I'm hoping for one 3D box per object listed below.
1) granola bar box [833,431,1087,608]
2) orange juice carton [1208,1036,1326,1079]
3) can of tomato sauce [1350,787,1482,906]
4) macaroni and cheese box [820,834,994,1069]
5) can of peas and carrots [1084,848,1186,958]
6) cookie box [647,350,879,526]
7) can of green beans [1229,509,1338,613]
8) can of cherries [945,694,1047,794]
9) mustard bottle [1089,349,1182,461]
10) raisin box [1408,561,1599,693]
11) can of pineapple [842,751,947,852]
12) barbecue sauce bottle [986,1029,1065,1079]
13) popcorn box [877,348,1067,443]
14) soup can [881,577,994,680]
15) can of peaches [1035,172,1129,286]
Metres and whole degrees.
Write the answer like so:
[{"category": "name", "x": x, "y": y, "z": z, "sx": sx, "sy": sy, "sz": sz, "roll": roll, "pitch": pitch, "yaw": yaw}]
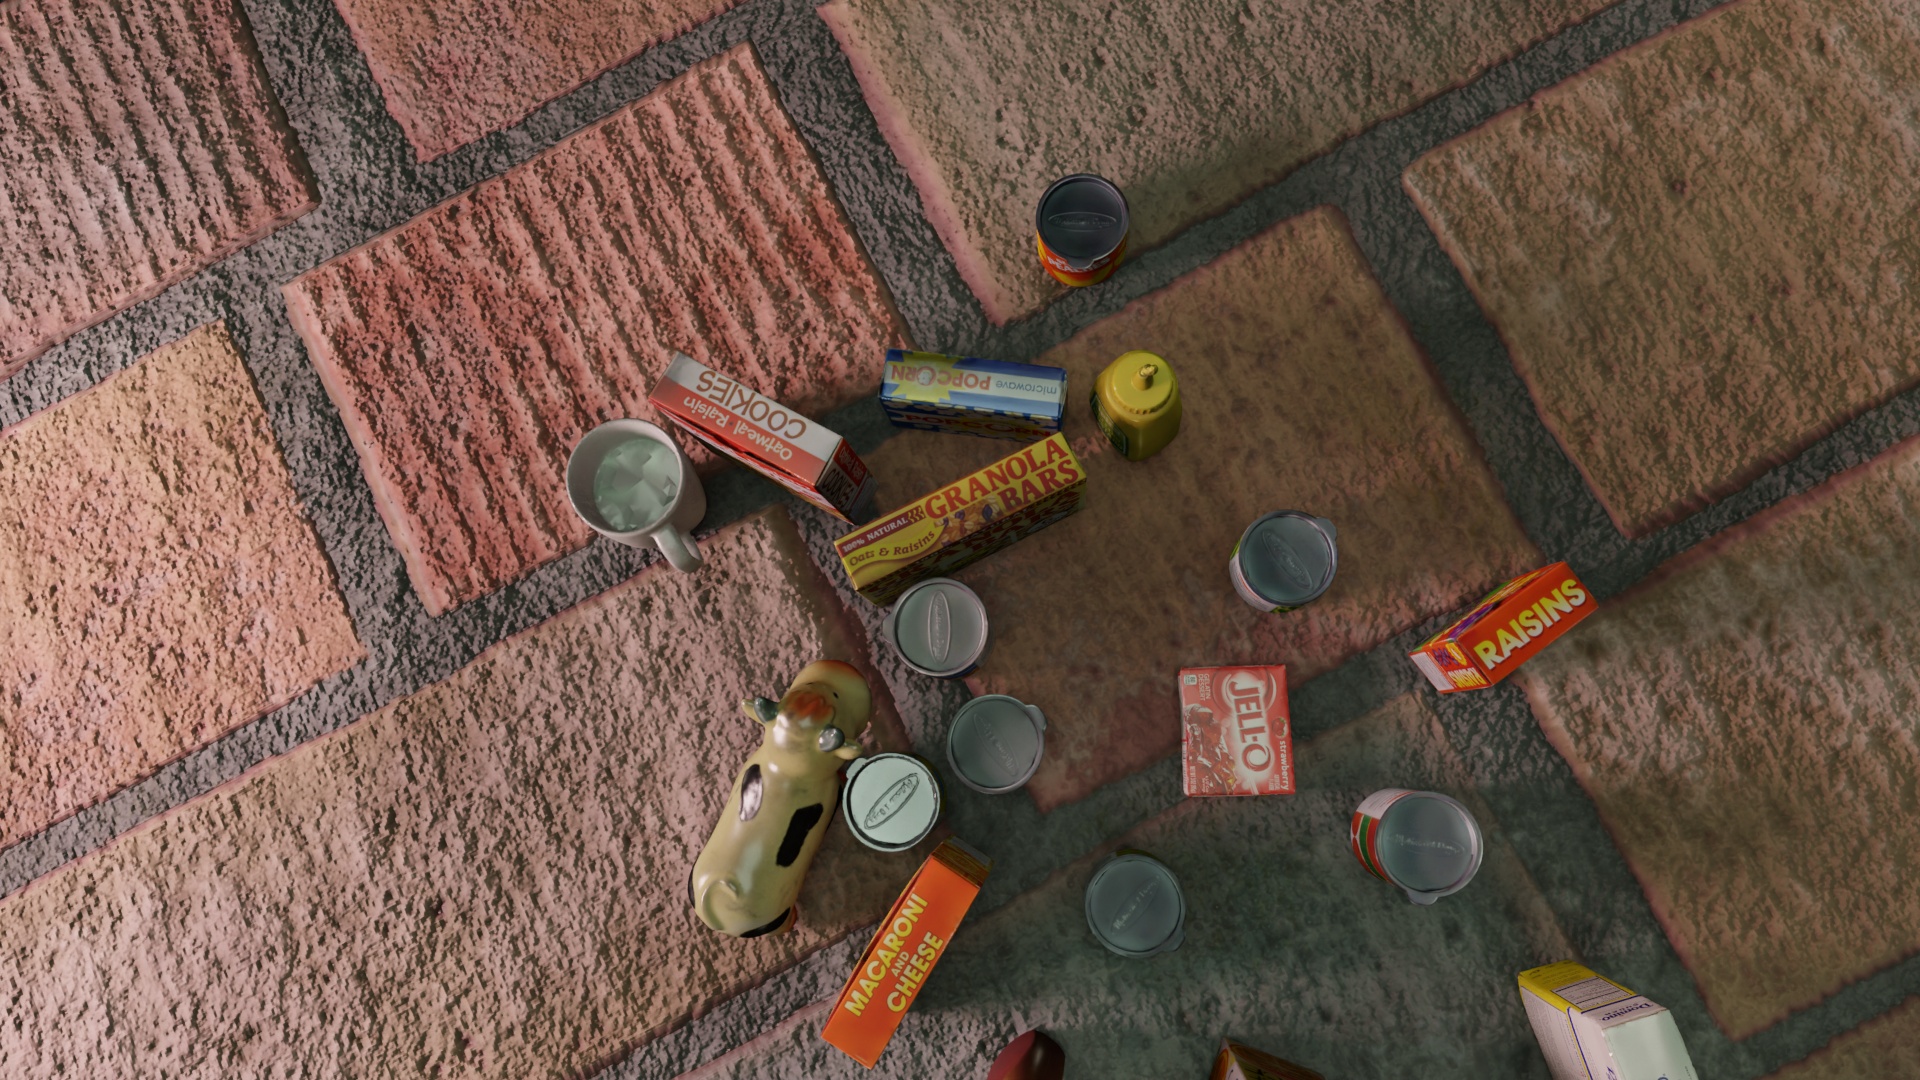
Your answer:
[{"category": "granola bar box", "x": 0.003, "y": -0.012, "z": 0.945, "sx": 0.165, "sy": 0.124, "sz": 0.039, "roll": -26, "pitch": 81, "yaw": 0}, {"category": "orange juice carton", "x": 0.192, "y": 0.366, "z": 0.839, "sx": 0.073, "sy": 0.192, "sz": 0.072, "roll": 19, "pitch": 84, "yaw": 7}, {"category": "can of tomato sauce", "x": 0.297, "y": 0.199, "z": 0.912, "sx": 0.071, "sy": 0.083, "sz": 0.071, "roll": -1, "pitch": 82, "yaw": 4}, {"category": "macaroni and cheese box", "x": -0.030, "y": 0.255, "z": 0.885, "sx": 0.040, "sy": 0.166, "sz": 0.124, "roll": 31, "pitch": 85, "yaw": 8}, {"category": "can of peas and carrots", "x": 0.118, "y": 0.243, "z": 0.931, "sx": 0.071, "sy": 0.058, "sz": 0.071, "roll": -1, "pitch": 82, "yaw": 4}, {"category": "cookie box", "x": -0.128, "y": -0.064, "z": 0.940, "sx": 0.123, "sy": 0.167, "sz": 0.040, "roll": 27, "pitch": 85, "yaw": 8}, {"category": "can of green beans", "x": 0.222, "y": 0.015, "z": 0.958, "sx": 0.071, "sy": 0.057, "sz": 0.071, "roll": -1, "pitch": 82, "yaw": 4}, {"category": "can of cherries", "x": 0.028, "y": 0.138, "z": 0.953, "sx": 0.071, "sy": 0.058, "sz": 0.071, "roll": -1, "pitch": 82, "yaw": 4}, {"category": "mustard bottle", "x": 0.118, "y": -0.096, "z": 0.931, "sx": 0.049, "sy": 0.160, "sz": 0.065, "roll": -34, "pitch": 81, "yaw": -1}, {"category": "raisin box", "x": 0.352, "y": 0.059, "z": 0.909, "sx": 0.086, "sy": 0.123, "sz": 0.040, "roll": -35, "pitch": 81, "yaw": -1}, {"category": "can of pineapple", "x": -0.045, "y": 0.176, "z": 0.953, "sx": 0.071, "sy": 0.058, "sz": 0.071, "roll": -1, "pitch": 82, "yaw": 4}, {"category": "barbecue sauce bottle", "x": 0.038, "y": 0.354, "z": 0.874, "sx": 0.044, "sy": 0.148, "sz": 0.065, "roll": 36, "pitch": 86, "yaw": 8}, {"category": "popcorn box", "x": 0.012, "y": -0.100, "z": 0.977, "sx": 0.127, "sy": 0.085, "sz": 0.038, "roll": 7, "pitch": 82, "yaw": 5}, {"category": "soup can", "x": -0.014, "y": 0.062, "z": 0.955, "sx": 0.071, "sy": 0.083, "sz": 0.071, "roll": -1, "pitch": 82, "yaw": 4}, {"category": "can of peaches", "x": 0.088, "y": -0.221, "z": 1.004, "sx": 0.071, "sy": 0.058, "sz": 0.071, "roll": -1, "pitch": 82, "yaw": 4}]
